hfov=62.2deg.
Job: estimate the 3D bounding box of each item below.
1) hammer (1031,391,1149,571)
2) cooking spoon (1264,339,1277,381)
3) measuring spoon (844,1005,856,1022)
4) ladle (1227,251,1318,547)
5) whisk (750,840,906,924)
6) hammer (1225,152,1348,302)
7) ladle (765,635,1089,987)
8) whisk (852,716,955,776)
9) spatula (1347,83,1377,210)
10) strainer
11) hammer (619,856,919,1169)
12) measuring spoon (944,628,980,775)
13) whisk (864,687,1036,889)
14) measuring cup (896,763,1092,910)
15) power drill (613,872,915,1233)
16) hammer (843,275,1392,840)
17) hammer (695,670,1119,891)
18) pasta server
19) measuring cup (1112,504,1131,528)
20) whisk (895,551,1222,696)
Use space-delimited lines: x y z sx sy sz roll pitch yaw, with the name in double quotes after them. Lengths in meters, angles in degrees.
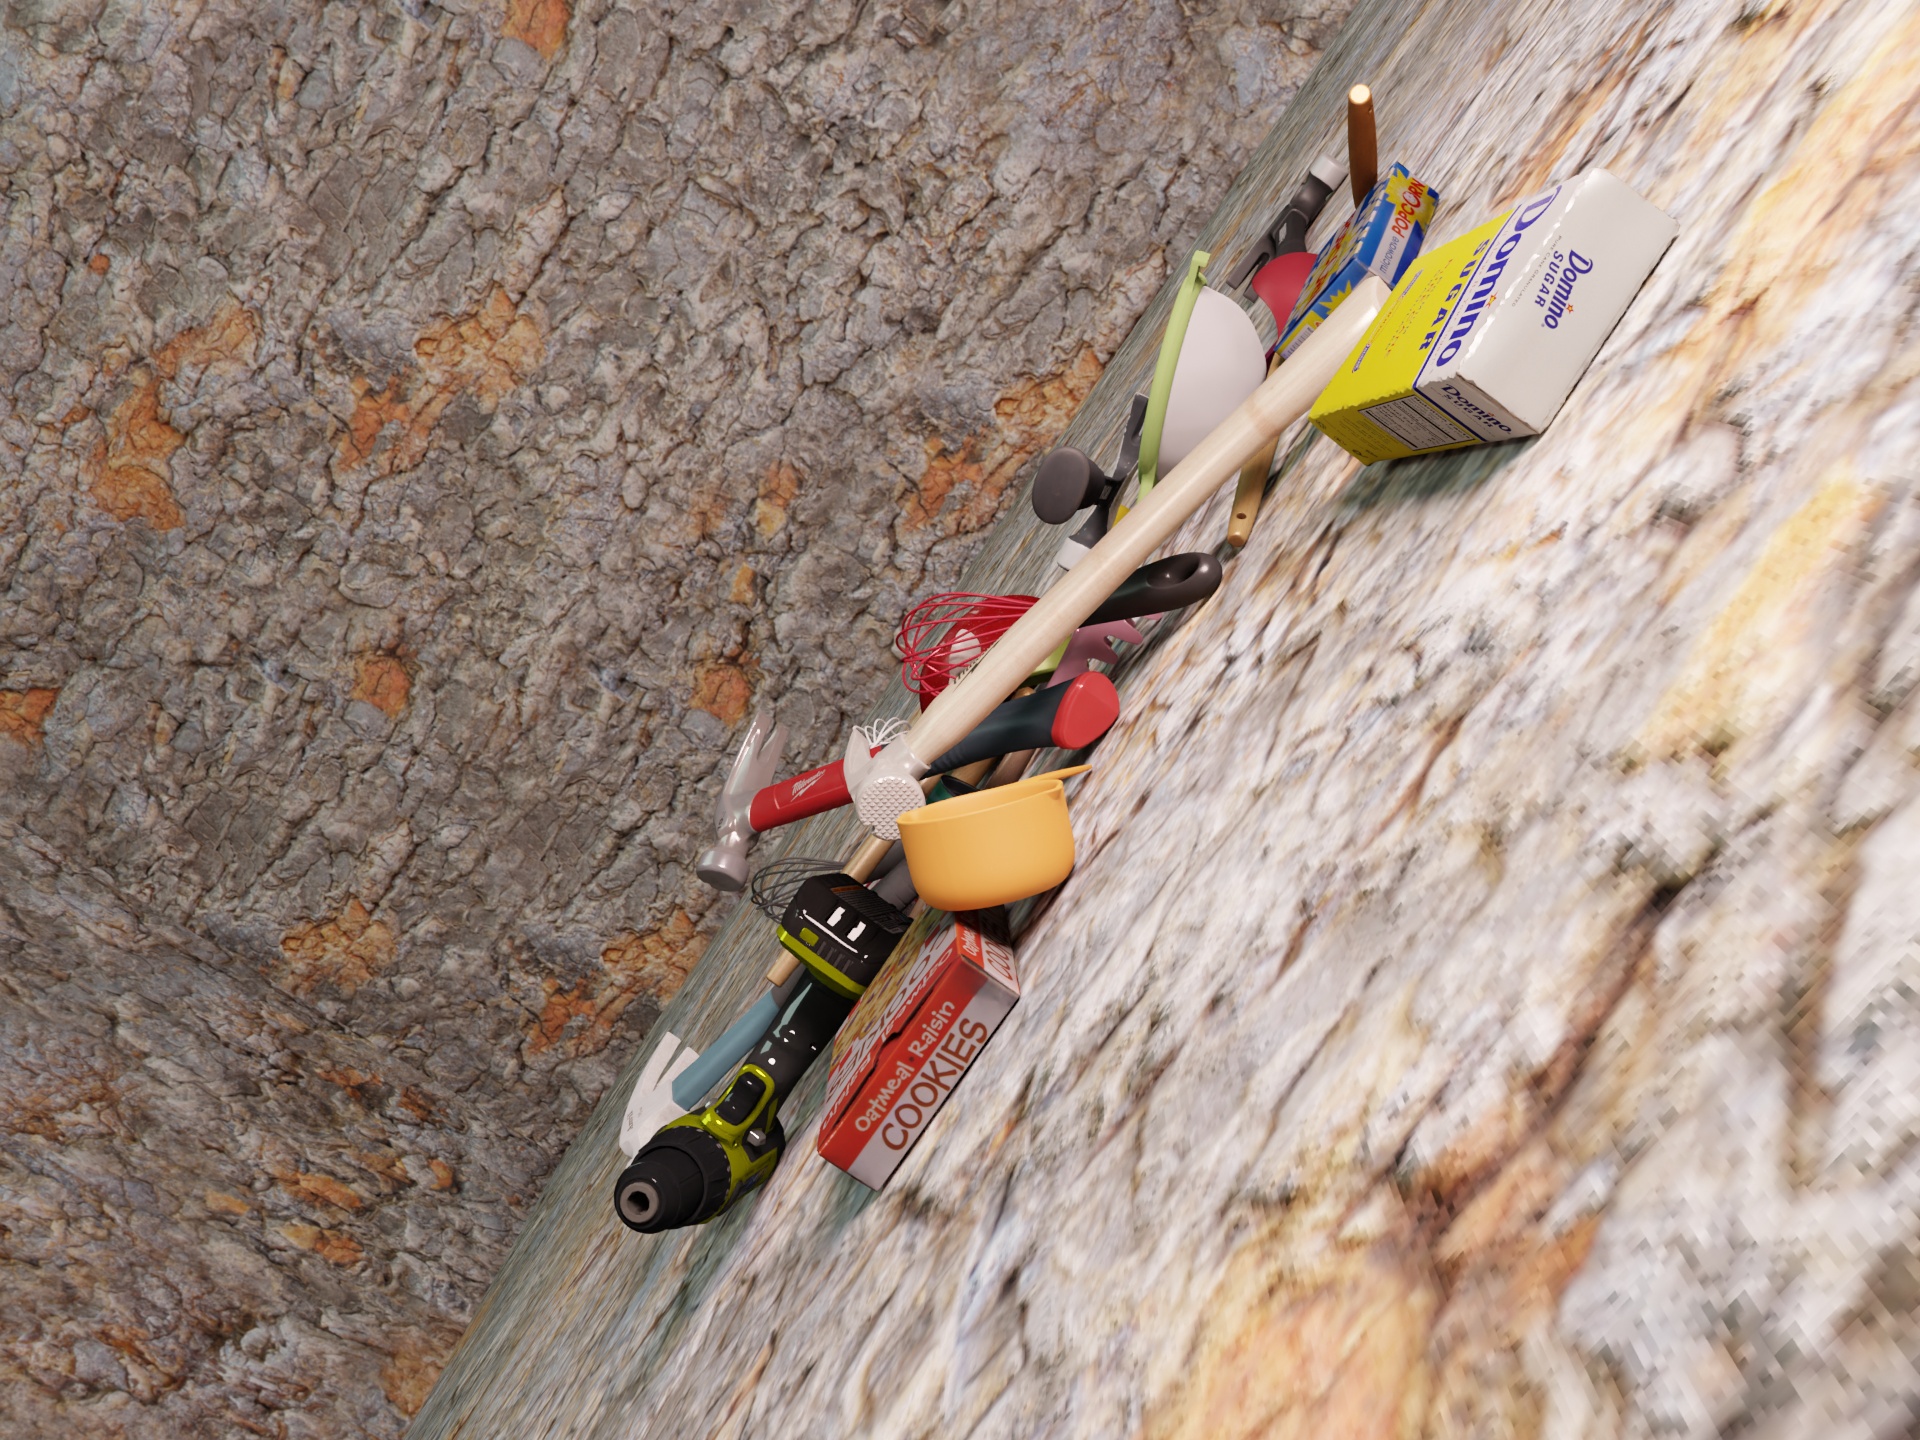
0.091 -0.160 1.073 0.149 0.036 0.409 -65 -6 10 "hammer"
0.184 -0.202 1.193 0.318 0.017 0.069 -53 2 23 "cooking spoon"
-0.077 0.210 1.127 0.042 0.021 0.128 -46 -8 -23 "measuring spoon"
0.201 -0.215 1.008 0.031 0.069 0.316 86 -161 -47 "ladle"
-0.080 0.113 1.220 0.239 0.055 0.055 -22 28 40 "whisk"
0.285 -0.405 1.391 0.146 0.035 0.335 -52 7 28 "hammer"
-0.022 0.059 1.102 0.320 0.062 0.078 -53 5 -13 "ladle"
-0.037 0.035 1.272 0.059 0.058 0.246 -54 -15 2 "whisk"
0.262 -0.358 1.061 0.081 0.041 0.322 -55 -13 8 "spatula"
0.160 -0.177 1.089 0.151 0.069 0.256 49 -126 -77 "strainer"
-0.118 0.191 1.127 0.331 0.033 0.128 -44 22 5 "hammer"
-0.002 -0.004 1.149 0.034 0.018 0.124 -13 -67 -71 "measuring spoon"
-0.019 0.070 1.260 0.245 0.051 0.047 -52 1 11 "whisk"
0.036 0.059 0.850 0.095 0.052 0.173 -11 2 30 "measuring cup"
-0.119 0.211 0.981 0.228 0.080 0.190 -56 -11 2 "power drill"
0.089 -0.097 0.910 0.410 0.038 0.146 -44 14 4 "hammer"
-0.042 0.018 1.074 0.386 0.038 0.143 -20 45 45 "hammer"
0.039 0.038 1.055 0.316 0.040 0.060 -59 5 11 "pasta server"
0.134 -0.163 1.318 0.062 0.029 0.156 -57 4 -7 "measuring cup"
0.052 -0.064 1.013 0.296 0.073 0.073 -13 39 50 "whisk"
